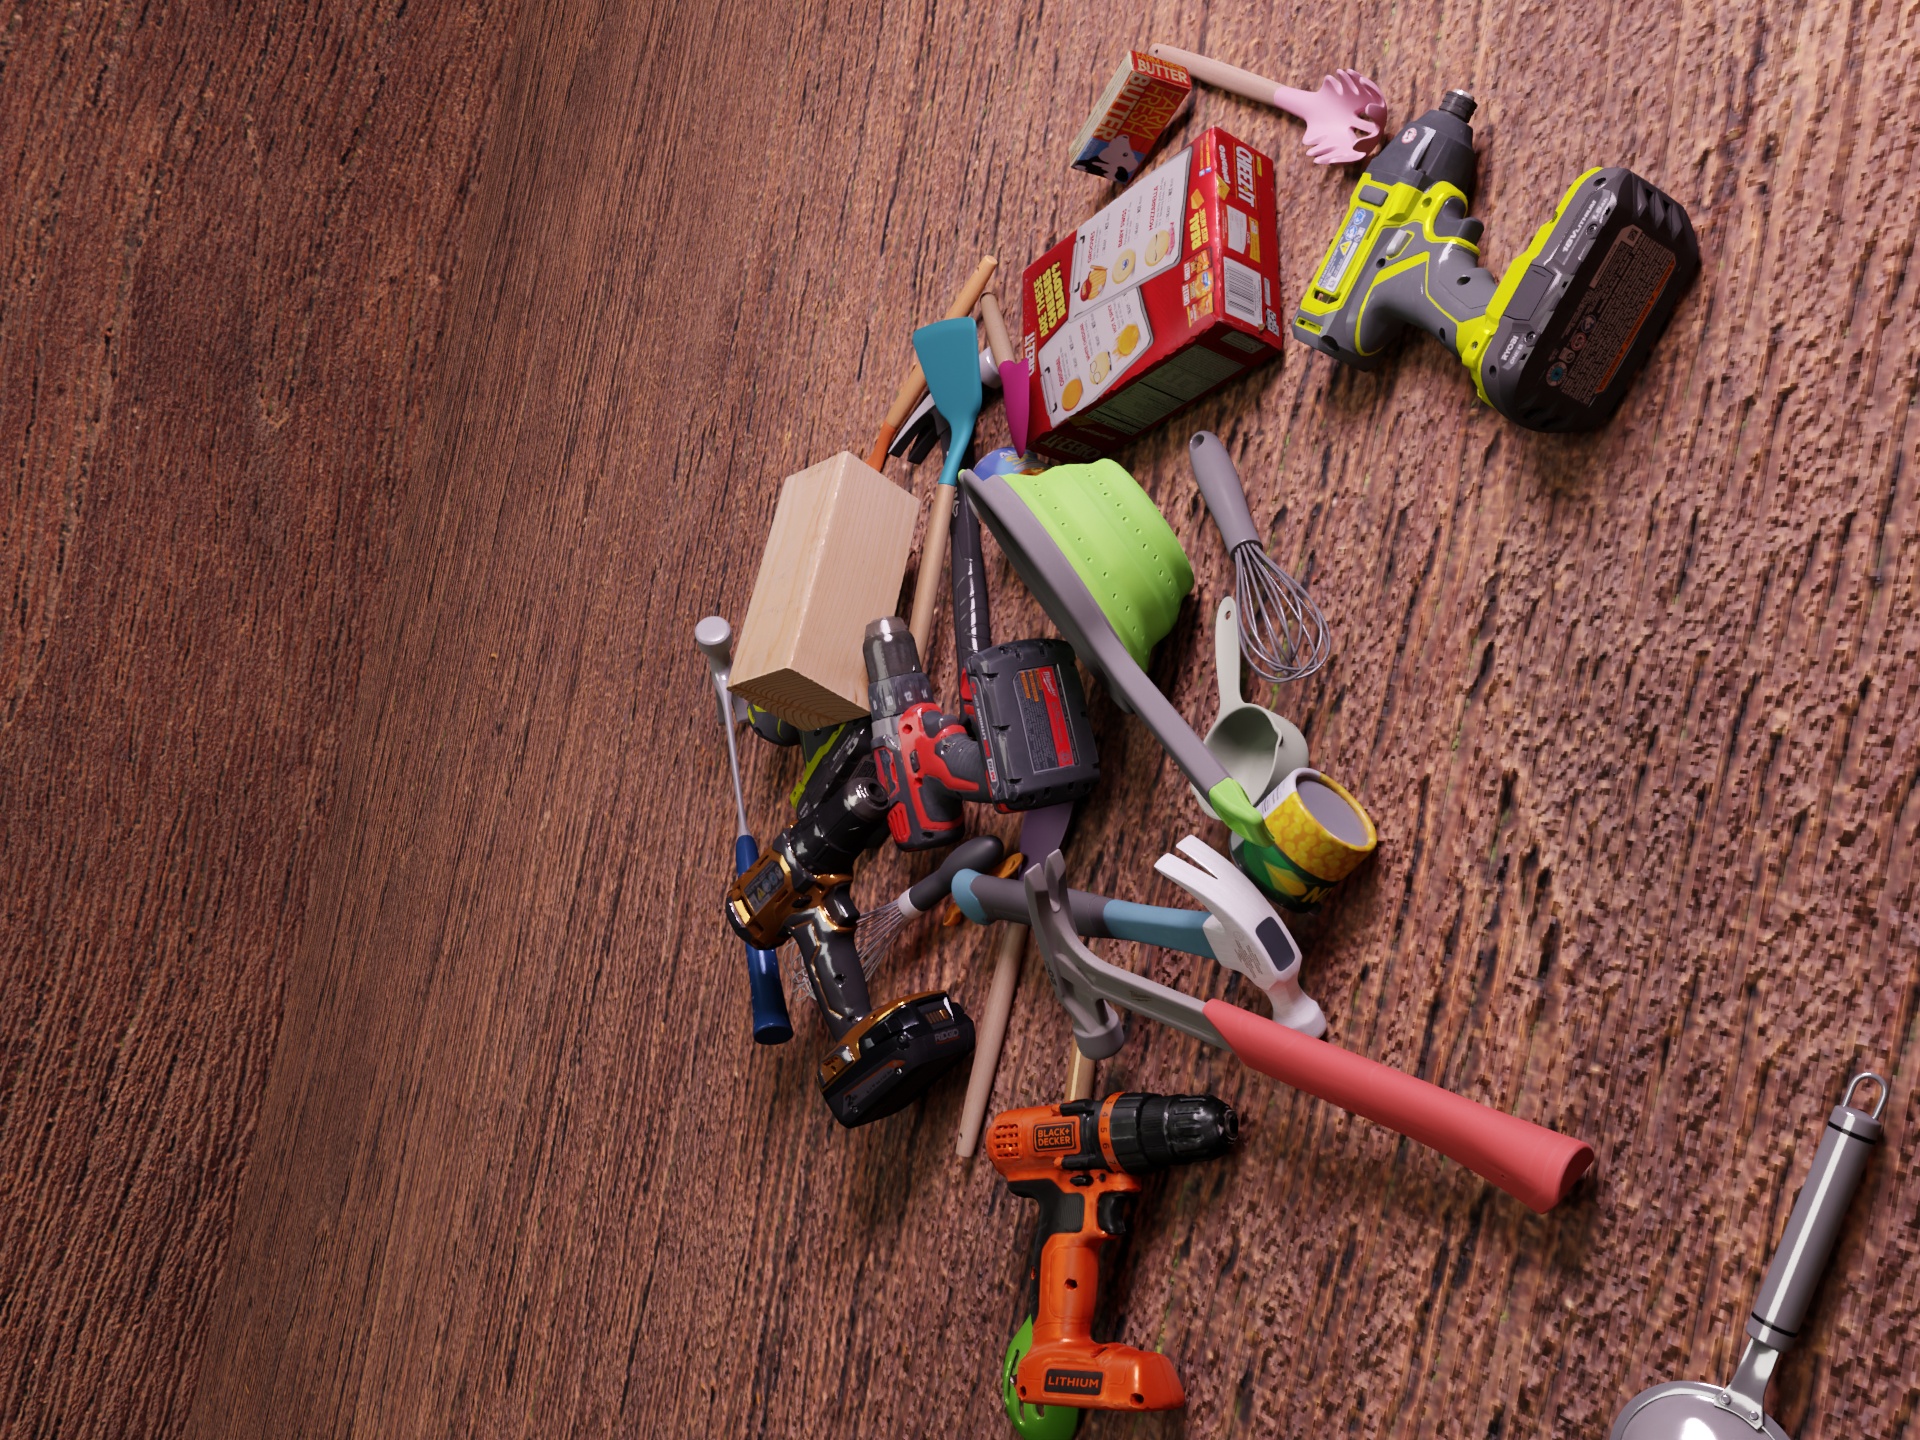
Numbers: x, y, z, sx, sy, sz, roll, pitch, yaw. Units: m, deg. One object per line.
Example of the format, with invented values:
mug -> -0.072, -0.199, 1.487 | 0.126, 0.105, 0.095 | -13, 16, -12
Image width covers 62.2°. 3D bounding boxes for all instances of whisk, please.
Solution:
whisk -> 0.190, -0.115, 1.048 | 0.055, 0.055, 0.239 | -48, 38, 34
whisk -> -0.057, 0.159, 1.279 | 0.284, 0.070, 0.070 | -40, 48, 40

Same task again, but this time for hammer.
hammer -> 0.095, 0.131, 1.049 | 0.331, 0.033, 0.128 | 0, 121, 58
hammer -> 0.179, 0.180, 0.898 | 0.359, 0.037, 0.149 | 15, 130, 48
hammer -> 0.001, -0.142, 1.335 | 0.146, 0.035, 0.335 | -31, 54, 45
hammer -> -0.197, 0.104, 1.459 | 0.144, 0.035, 0.406 | 87, 171, -57

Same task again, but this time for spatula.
spatula -> -0.059, -0.293, 1.459 | 0.322, 0.041, 0.081 | -53, 39, 35
spatula -> -0.026, -0.171, 1.314 | 0.082, 0.044, 0.317 | 3, 81, 49
spatula -> 0.040, 0.168, 1.179 | 0.060, 0.018, 0.316 | 10, 85, 60

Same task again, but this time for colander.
colander -> 0.125, -0.066, 1.038 | 0.094, 0.204, 0.398 | -35, 42, 2

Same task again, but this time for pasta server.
pasta server -> 0.212, -0.458, 1.149 | 0.317, 0.040, 0.060 | 52, 131, 51

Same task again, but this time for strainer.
strainer -> 0.347, 0.272, 0.690 | 0.087, 0.050, 0.258 | 23, 94, 40

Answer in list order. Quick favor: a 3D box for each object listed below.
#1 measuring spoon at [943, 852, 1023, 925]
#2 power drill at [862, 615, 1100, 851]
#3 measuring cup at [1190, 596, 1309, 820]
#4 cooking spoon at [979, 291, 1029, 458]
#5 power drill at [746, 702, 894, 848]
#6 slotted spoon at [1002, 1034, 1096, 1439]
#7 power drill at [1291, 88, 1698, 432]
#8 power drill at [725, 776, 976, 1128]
measuring spoon -> 0.019, 0.131, 1.218 | 0.117, 0.011, 0.021 | -44, 22, 46
power drill -> -0.002, -0.004, 1.195 | 0.227, 0.080, 0.188 | -19, 82, 58
measuring cup -> 0.187, -0.007, 1.025 | 0.083, 0.038, 0.168 | -38, 40, 45
cooking spoon -> 0.035, -0.289, 1.270 | 0.319, 0.017, 0.068 | -97, 10, -58
power drill -> -0.107, -0.016, 1.406 | 0.190, 0.080, 0.229 | -57, 36, 25
slotted spoon -> 0.068, 0.328, 1.074 | 0.070, 0.031, 0.314 | -4, 73, 49
power drill -> 0.301, -0.269, 0.921 | 0.171, 0.080, 0.223 | -64, 33, 16
power drill -> -0.078, 0.171, 1.218 | 0.185, 0.084, 0.226 | -47, 63, 33
